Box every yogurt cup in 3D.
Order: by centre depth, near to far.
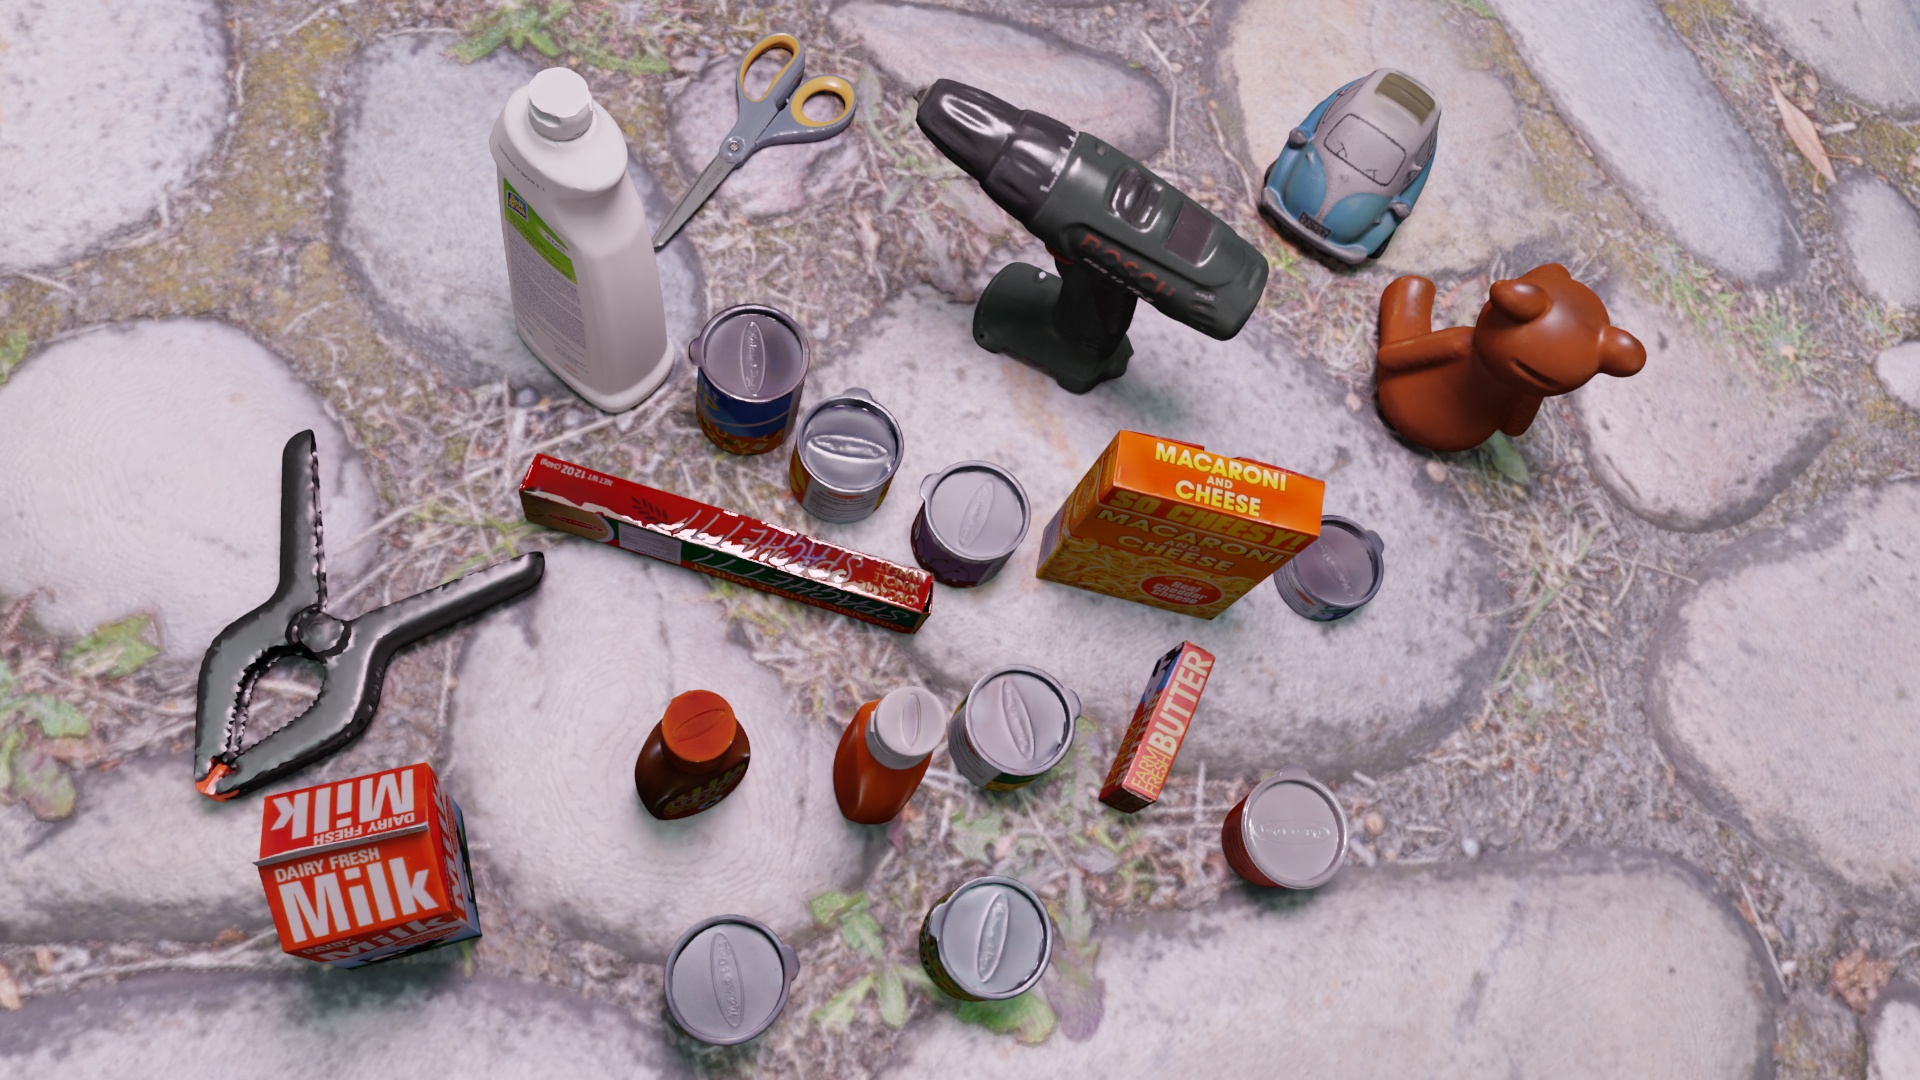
[{"bbox_3d":[0.194,0.180,0.845,0.072,0.053,0.072,4,69,-11],"label":"yogurt cup"}]

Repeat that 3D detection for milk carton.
[{"bbox_3d":[-0.282,0.159,0.673,0.072,0.189,0.073,-11,73,-16],"label":"milk carton"}]

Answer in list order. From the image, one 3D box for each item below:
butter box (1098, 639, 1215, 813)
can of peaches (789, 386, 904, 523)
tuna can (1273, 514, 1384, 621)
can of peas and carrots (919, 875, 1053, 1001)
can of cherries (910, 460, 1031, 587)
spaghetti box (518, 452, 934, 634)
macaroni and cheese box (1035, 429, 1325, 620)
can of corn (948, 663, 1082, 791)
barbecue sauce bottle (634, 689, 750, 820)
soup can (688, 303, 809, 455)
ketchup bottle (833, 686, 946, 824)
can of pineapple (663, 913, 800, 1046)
[{"bbox_3d":[0.121,0.115,0.853,0.024,0.053,0.104,28,67,-1],"label":"butter box"},{"bbox_3d":[-0.072,-0.052,0.870,0.071,0.058,0.071,4,69,-11],"label":"can of peaches"},{"bbox_3d":[0.247,0.018,0.928,0.071,0.032,0.071,4,69,-11],"label":"tuna can"},{"bbox_3d":[0.011,0.225,0.784,0.071,0.058,0.071,4,69,-11],"label":"can of peas and carrots"},{"bbox_3d":[0.003,-0.011,0.871,0.071,0.058,0.072,4,69,-11],"label":"can of cherries"},{"bbox_3d":[-0.138,0.005,0.839,0.250,0.050,0.029,17,68,-6],"label":"spaghetti box"},{"bbox_3d":[0.126,-0.006,0.838,0.124,0.165,0.040,14,68,-7],"label":"macaroni and cheese box"},{"bbox_3d":[0.032,0.112,0.831,0.071,0.058,0.071,4,69,-11],"label":"can of corn"},{"bbox_3d":[-0.142,0.114,0.743,0.065,0.148,0.044,-26,78,-20],"label":"barbecue sauce bottle"},{"bbox_3d":[-0.133,-0.098,0.860,0.071,0.083,0.071,4,69,-11],"label":"soup can"},{"bbox_3d":[-0.040,0.115,0.765,0.043,0.148,0.065,5,69,-11],"label":"ketchup bottle"},{"bbox_3d":[-0.125,0.238,0.750,0.071,0.057,0.071,4,69,-11],"label":"can of pineapple"}]
